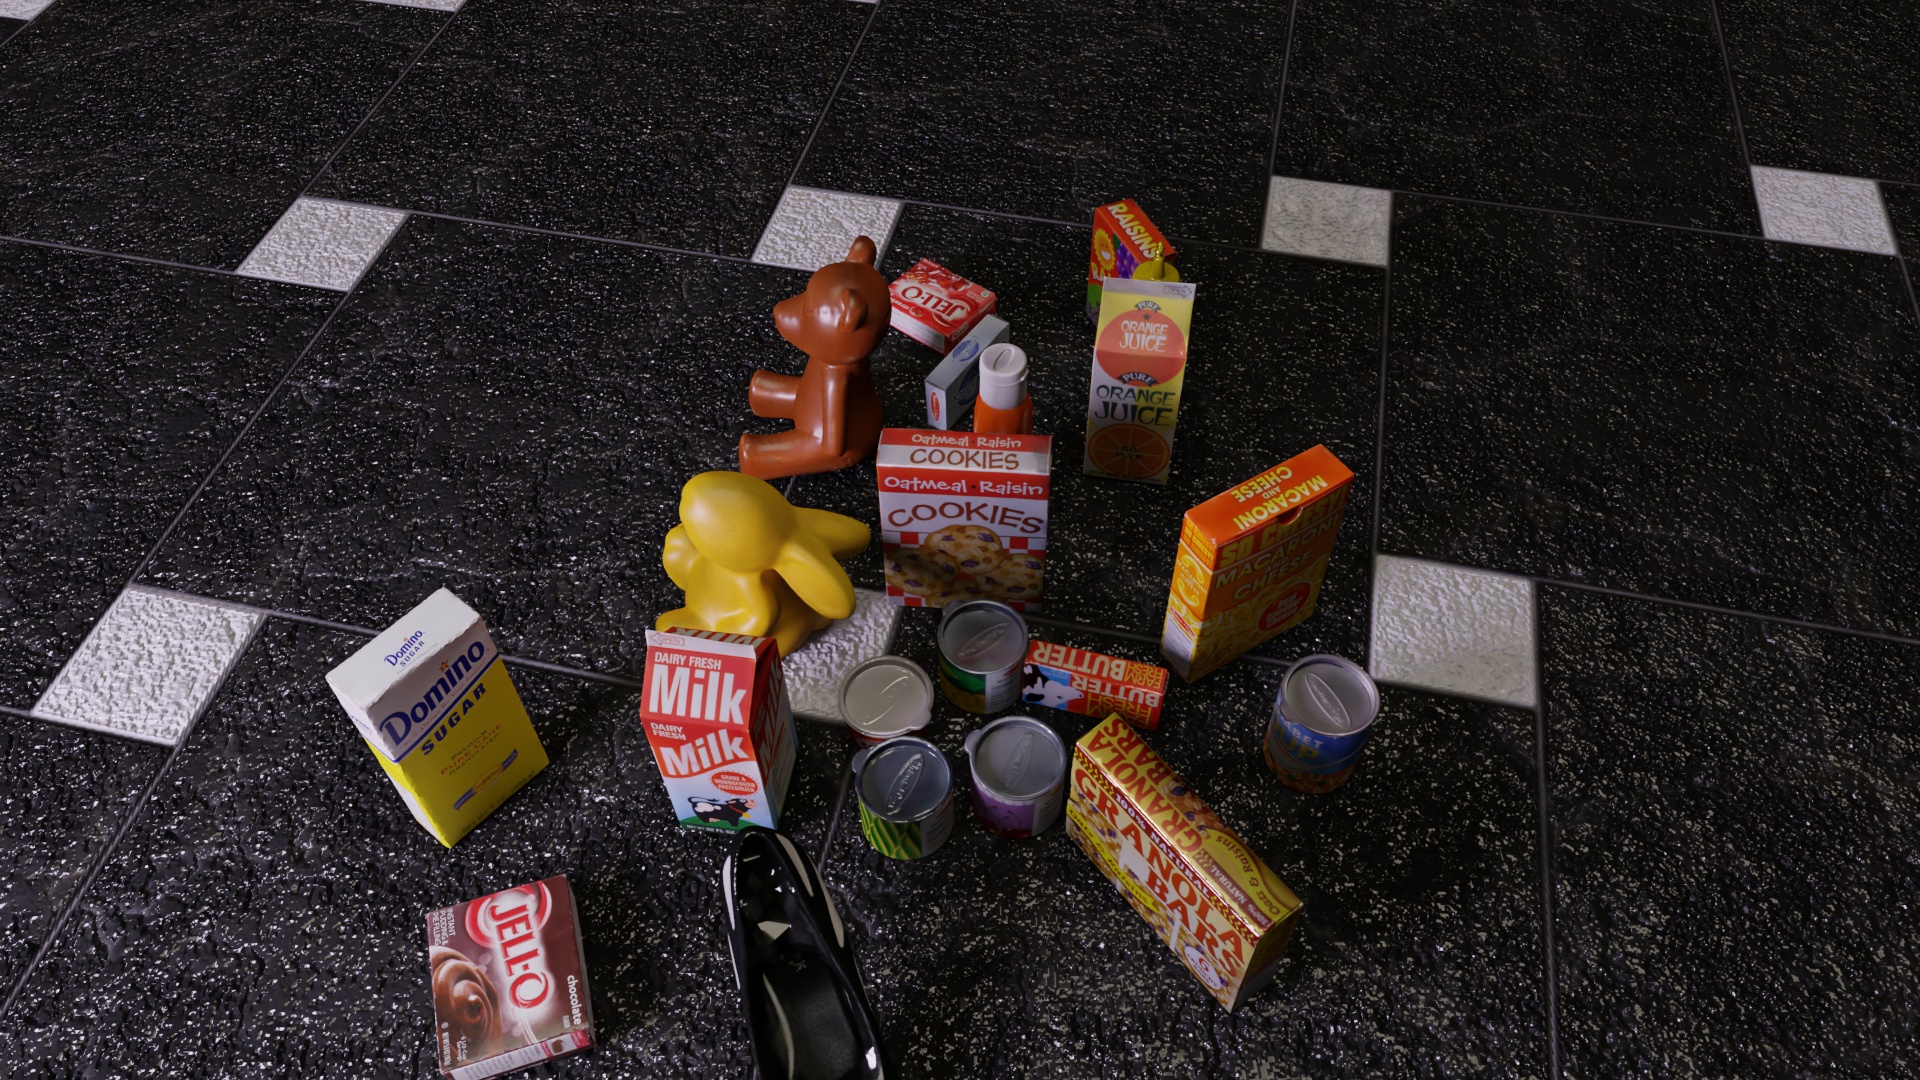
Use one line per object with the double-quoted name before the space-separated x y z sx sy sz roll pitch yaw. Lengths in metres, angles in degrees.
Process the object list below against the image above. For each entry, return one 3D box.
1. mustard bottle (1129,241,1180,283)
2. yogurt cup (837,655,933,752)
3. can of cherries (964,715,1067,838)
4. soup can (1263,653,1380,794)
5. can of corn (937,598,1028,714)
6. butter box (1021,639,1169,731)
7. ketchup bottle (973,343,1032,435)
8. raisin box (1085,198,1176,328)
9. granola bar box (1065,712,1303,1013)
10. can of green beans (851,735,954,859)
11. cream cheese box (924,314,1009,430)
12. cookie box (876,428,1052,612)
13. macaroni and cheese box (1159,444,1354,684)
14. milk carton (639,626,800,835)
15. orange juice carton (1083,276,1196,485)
"mustard bottle" 0.161 -0.187 1.183 0.065 0.159 0.049 -20 54 -15
"yogurt cup" -0.053 0.124 0.999 0.072 0.053 0.073 0 51 0
"can of cherries" 0.037 0.163 0.963 0.071 0.058 0.072 0 51 0
"soup can" 0.248 0.130 0.973 0.071 0.083 0.072 0 51 0
"can of corn" 0.015 0.085 1.028 0.071 0.058 0.071 0 51 0
"butter box" 0.098 0.106 1.013 0.103 0.052 0.024 12 52 10
"ketchup bottle" 0.034 -0.092 1.114 0.043 0.148 0.065 20 54 16
"raisin box" 0.151 -0.229 1.241 0.040 0.122 0.086 -18 53 -14
"granola bar box" 0.135 0.206 0.886 0.039 0.123 0.166 -31 57 -22
"can of green beans" -0.037 0.177 0.953 0.071 0.057 0.071 0 51 0
"cream cheese box" 0.006 -0.148 1.220 0.024 0.053 0.104 27 56 21
"cookie box" 0.004 -0.013 1.038 0.123 0.166 0.040 3 51 3
"macaroni and cheese box" 0.213 0.020 1.010 0.124 0.165 0.040 -26 55 -19
"milk carton" -0.157 0.119 0.916 0.072 0.189 0.074 7 51 6
"orange juice carton" 0.144 -0.136 1.121 0.072 0.191 0.073 7 51 7
